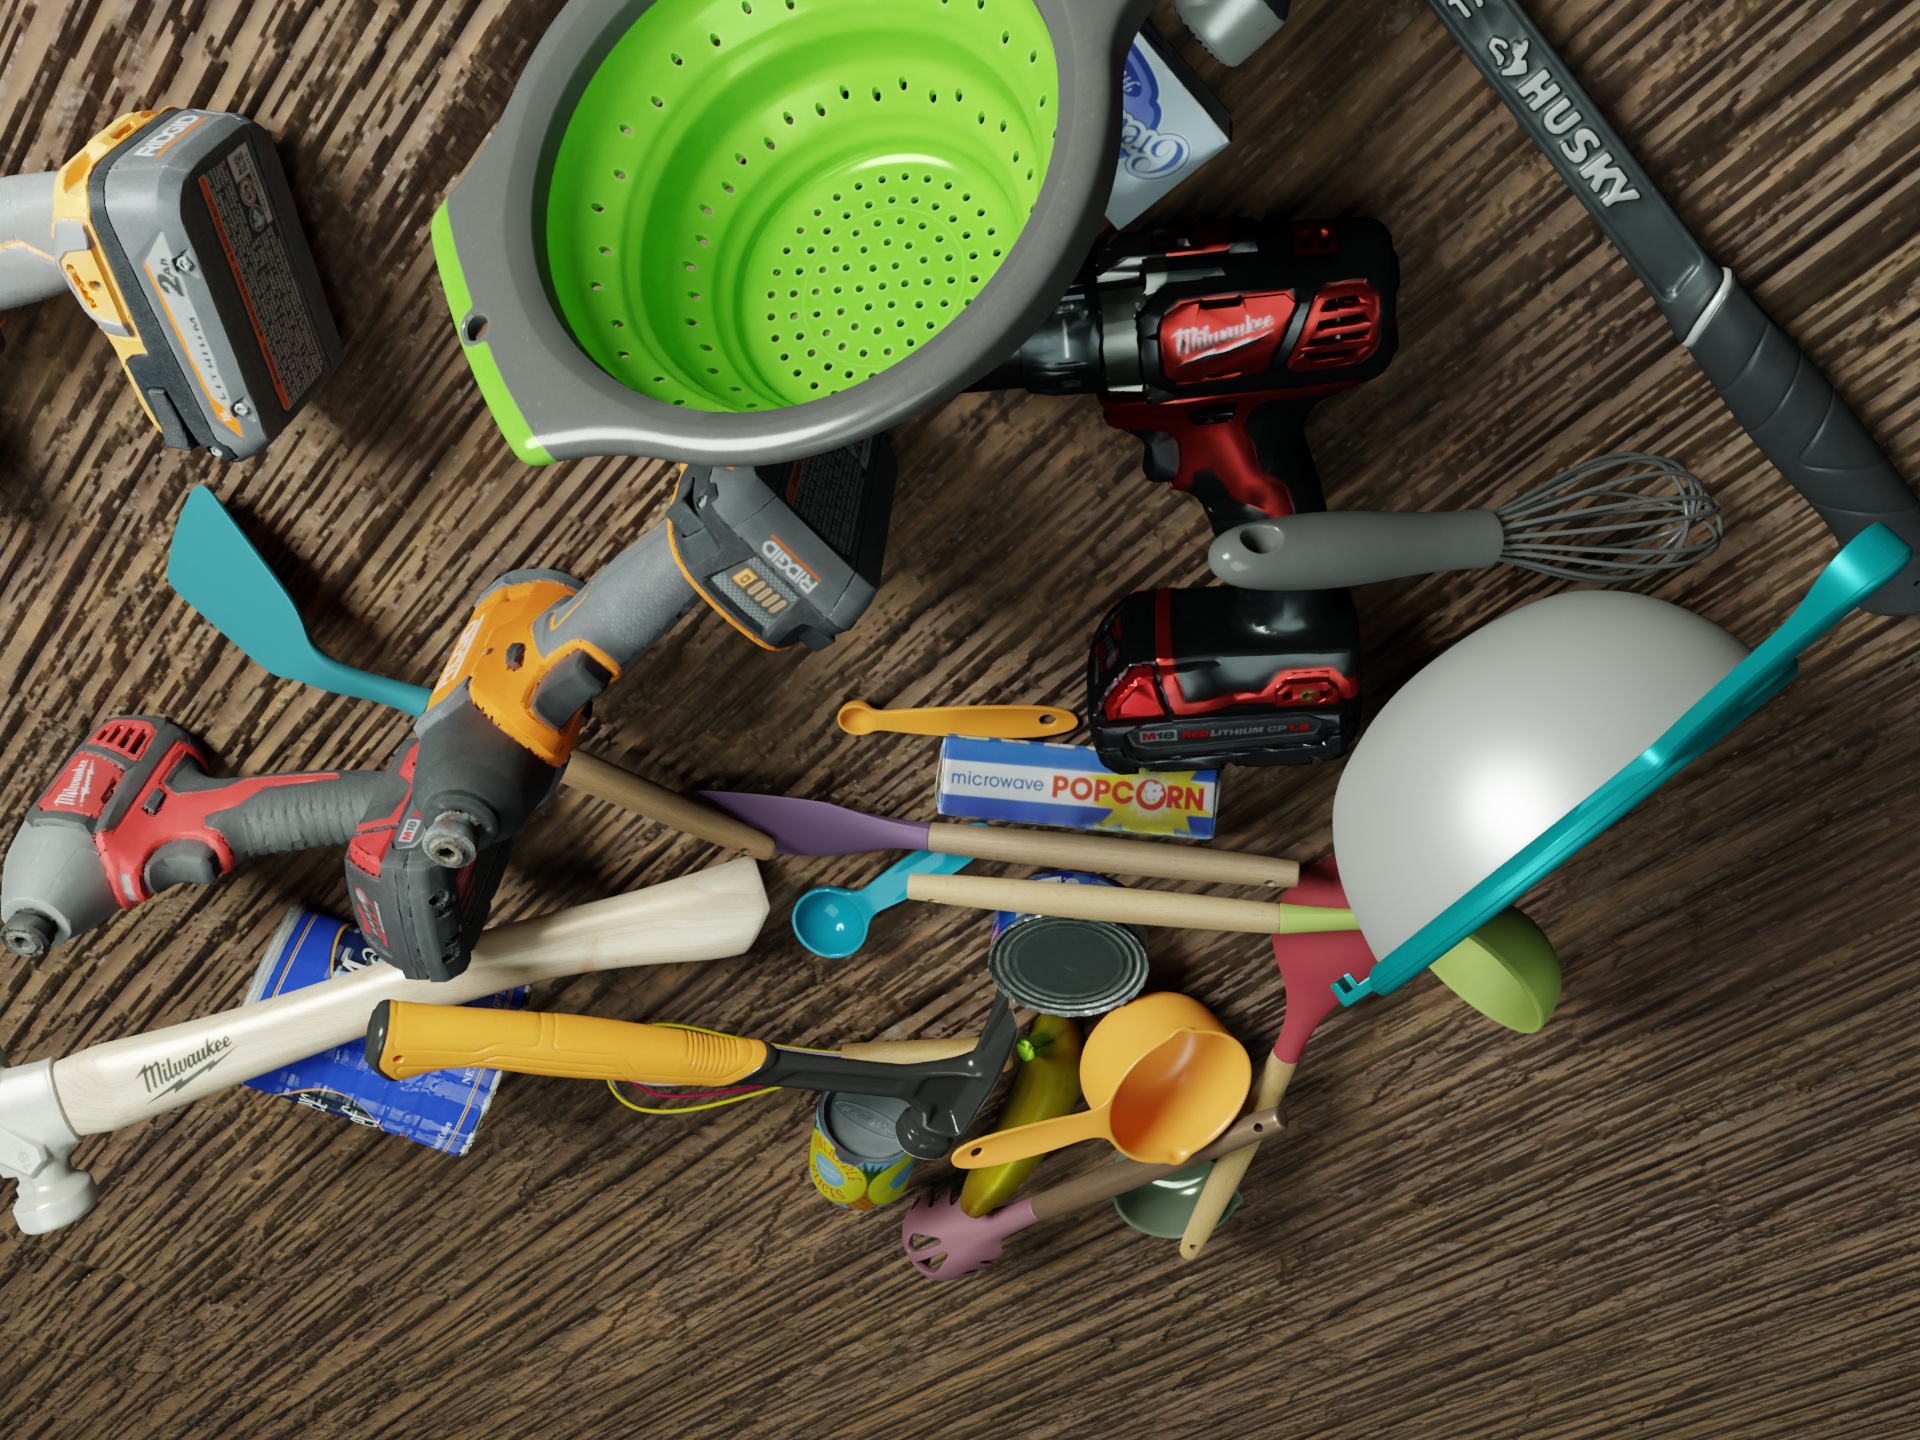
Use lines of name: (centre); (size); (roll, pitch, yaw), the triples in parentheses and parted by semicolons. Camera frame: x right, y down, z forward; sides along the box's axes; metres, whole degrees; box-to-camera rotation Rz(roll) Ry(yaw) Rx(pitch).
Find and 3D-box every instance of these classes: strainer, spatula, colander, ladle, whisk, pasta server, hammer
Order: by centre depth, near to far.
colander: (0.029, -0.200, 0.499); (0.397, 0.205, 0.094); (-29, 159, 10)
hammer: (0.265, -0.168, 0.579); (0.408, 0.036, 0.149); (37, 124, -25)
strainer: (0.229, -0.009, 0.603); (0.211, 0.095, 0.340); (-34, 162, -13)
whisk: (0.197, -0.072, 0.605); (0.239, 0.055, 0.055); (-7, 136, -23)
spatula: (-0.229, -0.006, 0.770); (0.317, 0.044, 0.082); (26, 138, -20)
ladle: (0.130, 0.107, 0.787); (0.320, 0.062, 0.078); (4, 156, 7)
spatula: (0.010, 0.063, 0.804); (0.316, 0.018, 0.059); (5, 146, 11)
hammer: (-0.303, 0.135, 0.824); (0.410, 0.038, 0.146); (-17, 104, -7)
hammer: (-0.135, 0.175, 0.840); (0.336, 0.034, 0.127); (11, 126, -24)
ladle: (0.173, 0.204, 0.895); (0.069, 0.031, 0.315); (15, 124, 0)
whisk: (-0.091, 0.200, 0.943); (0.245, 0.047, 0.051); (-4, 143, 4)
pasta server: (0.071, 0.286, 0.969); (0.316, 0.040, 0.060); (-33, 83, 35)

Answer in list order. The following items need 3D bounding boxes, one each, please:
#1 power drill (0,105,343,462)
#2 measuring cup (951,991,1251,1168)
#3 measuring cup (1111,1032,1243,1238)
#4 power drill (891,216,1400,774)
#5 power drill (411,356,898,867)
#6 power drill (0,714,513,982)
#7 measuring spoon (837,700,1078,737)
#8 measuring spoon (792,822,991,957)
power drill: (-0.370, -0.153, 0.631); (0.226, 0.084, 0.185); (4, 133, 8)
measuring cup: (0.070, 0.201, 0.866); (0.173, 0.052, 0.095); (-12, 119, -15)
measuring cup: (0.133, 0.242, 0.963); (0.083, 0.038, 0.167); (3, 119, 2)
power drill: (0.078, -0.088, 0.643); (0.188, 0.080, 0.226); (-4, 128, 8)
power drill: (-0.136, -0.036, 0.653); (0.226, 0.164, 0.084); (-31, 121, 27)
power drill: (-0.344, 0.063, 0.778); (0.219, 0.143, 0.078); (3, 127, 0)
measuring spoon: (-0.001, -0.002, 0.773); (0.117, 0.011, 0.021); (0, 134, 1)
measuring spoon: (-0.034, 0.085, 0.851); (0.128, 0.021, 0.042); (-32, 103, 19)
